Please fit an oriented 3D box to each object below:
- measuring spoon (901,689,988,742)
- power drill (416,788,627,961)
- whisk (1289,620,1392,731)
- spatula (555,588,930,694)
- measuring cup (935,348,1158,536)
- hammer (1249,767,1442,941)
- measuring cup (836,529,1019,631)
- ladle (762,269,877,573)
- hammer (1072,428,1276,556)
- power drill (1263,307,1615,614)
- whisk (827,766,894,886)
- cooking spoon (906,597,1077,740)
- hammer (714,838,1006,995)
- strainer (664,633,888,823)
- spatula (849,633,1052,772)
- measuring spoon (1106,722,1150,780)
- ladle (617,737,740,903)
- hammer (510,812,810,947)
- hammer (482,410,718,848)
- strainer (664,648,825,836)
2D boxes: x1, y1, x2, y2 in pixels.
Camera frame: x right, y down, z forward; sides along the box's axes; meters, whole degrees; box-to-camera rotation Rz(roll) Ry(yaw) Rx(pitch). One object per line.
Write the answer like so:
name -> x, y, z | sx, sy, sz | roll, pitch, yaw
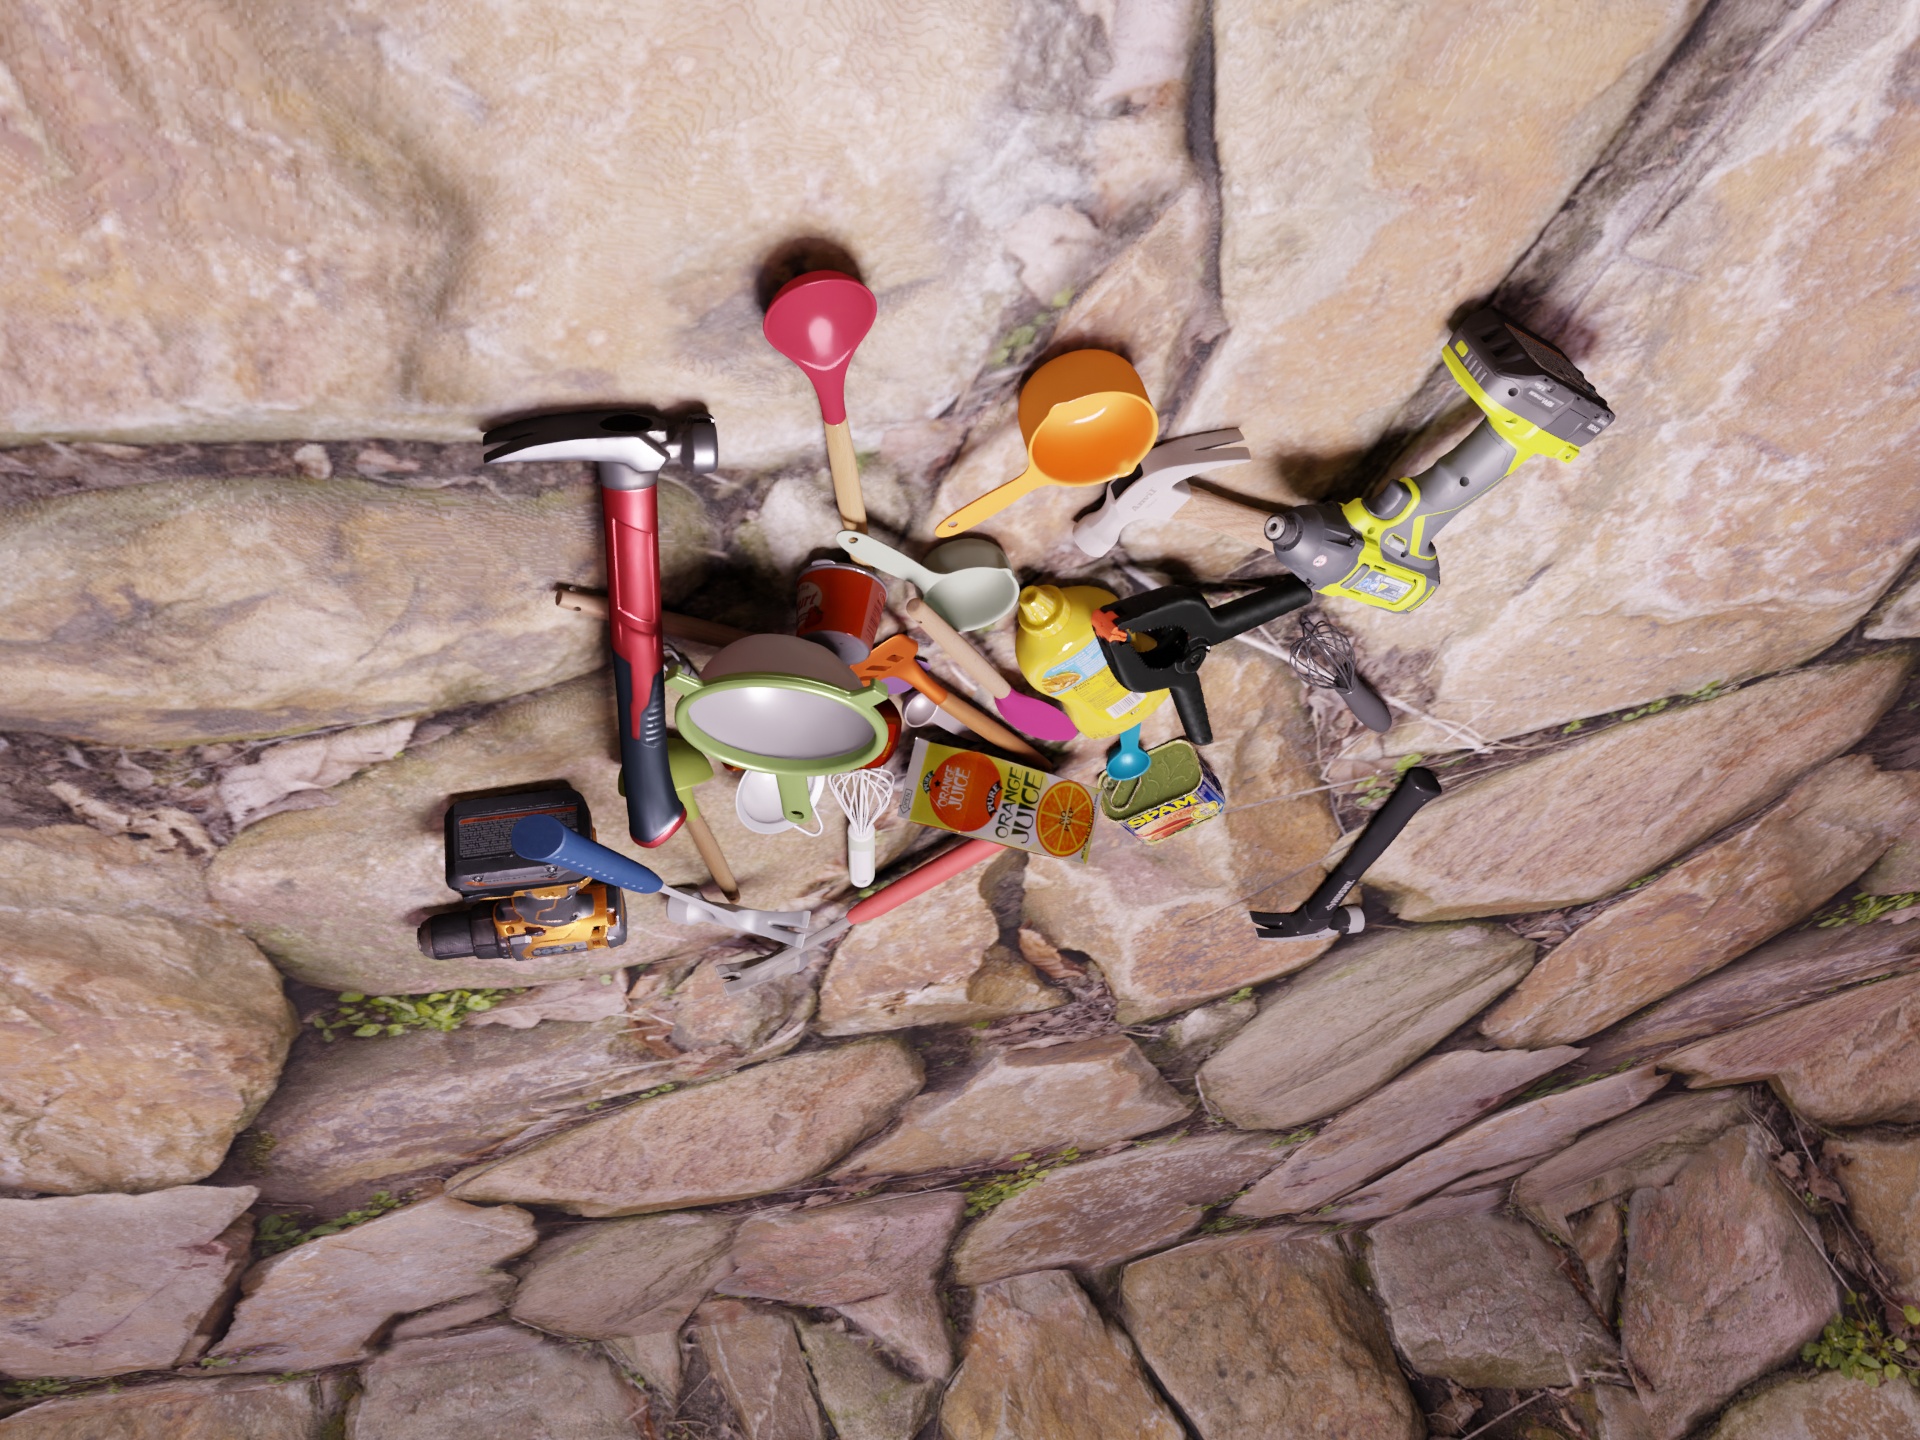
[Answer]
measuring spoon -> -0.010, -0.003, 1.356 | 0.124, 0.018, 0.034 | 22, 104, -51
power drill -> -0.392, 0.148, 1.382 | 0.185, 0.084, 0.226 | -7, 151, -9
whisk -> 0.347, -0.032, 1.418 | 0.055, 0.055, 0.238 | -27, 150, 20
spatula -> -0.159, -0.058, 1.208 | 0.315, 0.018, 0.059 | 13, 140, -37
measuring cup -> 0.048, -0.183, 1.065 | 0.173, 0.052, 0.095 | -29, 145, 25
hammer -> 0.434, 0.154, 1.749 | 0.146, 0.035, 0.334 | -4, 146, -17
measuring cup -> -0.028, -0.116, 1.153 | 0.083, 0.038, 0.167 | -36, 140, 31
ladle -> -0.078, -0.181, 1.043 | 0.069, 0.031, 0.315 | -12, 150, -4
hammer -> 0.250, -0.144, 1.223 | 0.331, 0.031, 0.130 | 11, 140, -35
power drill -> 0.333, -0.175, 1.134 | 0.171, 0.080, 0.223 | 12, 133, -39
whisk -> -0.090, 0.097, 1.447 | 0.058, 0.059, 0.246 | 2, 151, -2
cooking spoon -> 0.024, -0.032, 1.263 | 0.069, 0.017, 0.318 | 9, 165, 25
hammer -> -0.067, 0.170, 1.543 | 0.359, 0.037, 0.149 | -30, 170, 19
strainer -> -0.126, 0.003, 1.182 | 0.151, 0.069, 0.256 | 4, 155, 0
spatula -> -0.002, -0.004, 1.313 | 0.081, 0.041, 0.322 | -34, 146, 17
measuring spoon -> 0.150, 0.006, 1.434 | 0.042, 0.021, 0.128 | -10, 138, -5
ladle -> -0.230, 0.105, 1.397 | 0.078, 0.062, 0.319 | -10, 150, -1
hammer -> -0.248, 0.136, 1.317 | 0.144, 0.035, 0.405 | 9, 167, 16
hammer -> -0.241, -0.046, 1.113 | 0.143, 0.038, 0.386 | -5, 136, -13
strainer -> -0.180, 0.017, 1.295 | 0.087, 0.050, 0.258 | -44, 141, -10
